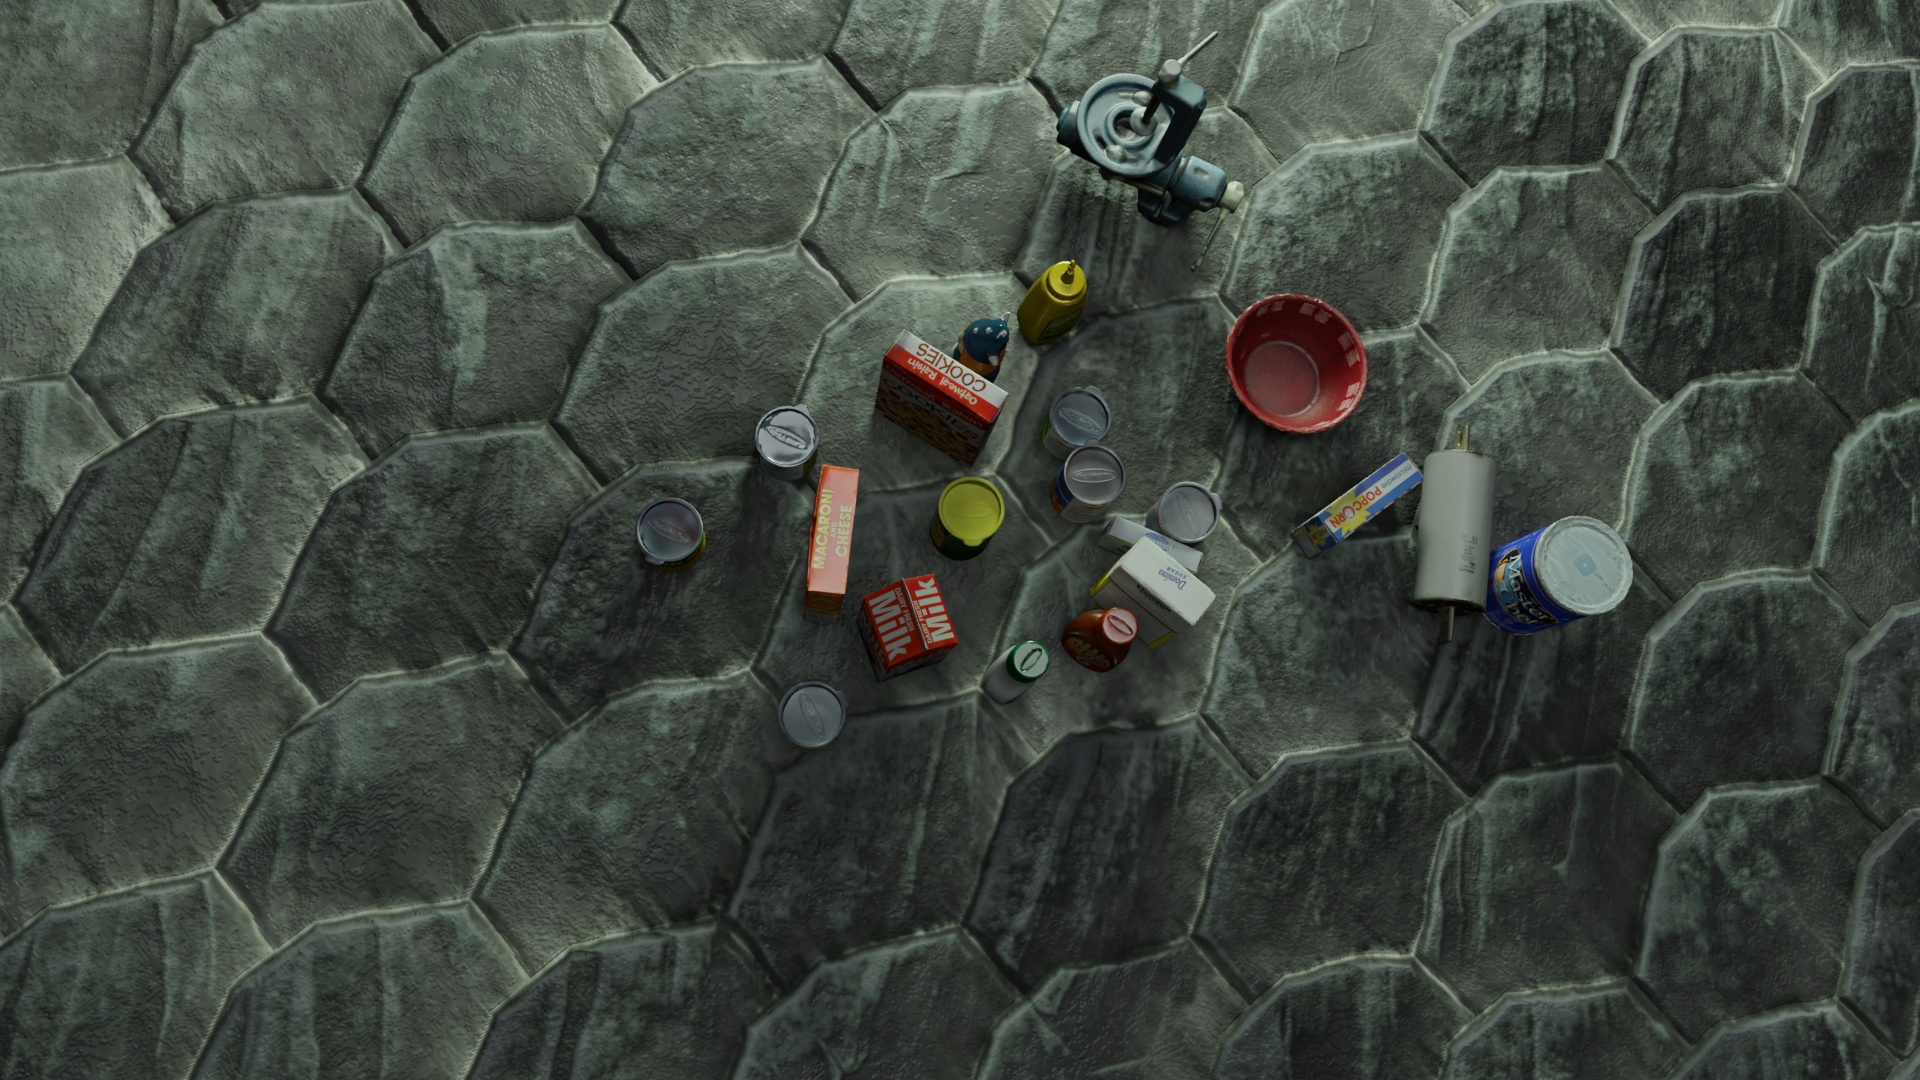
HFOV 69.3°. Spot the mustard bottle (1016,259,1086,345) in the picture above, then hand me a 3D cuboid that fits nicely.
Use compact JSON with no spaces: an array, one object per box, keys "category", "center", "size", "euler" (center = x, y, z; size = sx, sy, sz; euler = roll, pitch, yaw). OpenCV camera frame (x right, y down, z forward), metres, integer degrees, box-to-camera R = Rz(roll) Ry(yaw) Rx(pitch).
[{"category":"mustard bottle","center":[0.101,-0.255,1.462],"size":[0.065,0.160,0.049],"euler":[-25,82,-12]}]

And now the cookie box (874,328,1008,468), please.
[{"category":"cookie box","center":[-0.023,-0.140,1.416],"size":[0.123,0.167,0.040],"euler":[31,76,1]}]

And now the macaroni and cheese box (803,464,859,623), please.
[{"category":"macaroni and cheese box","center":[-0.129,0.007,1.368],"size":[0.040,0.166,0.124],"euler":[7,76,-5]}]

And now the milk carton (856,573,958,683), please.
[{"category":"milk carton","center":[-0.052,0.085,1.347],"size":[0.073,0.190,0.072],"euler":[-19,80,-11]}]

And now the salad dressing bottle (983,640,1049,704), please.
[{"category":"salad dressing bottle","center":[0.057,0.128,1.372],"size":[0.044,0.147,0.064],"euler":[43,76,4]}]

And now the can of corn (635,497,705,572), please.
[{"category":"can of corn","center":[-0.294,-0.002,1.406],"size":[0.071,0.058,0.071],"euler":[2,77,-7]}]

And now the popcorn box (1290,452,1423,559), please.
[{"category":"popcorn box","center":[0.425,-0.036,1.489],"size":[0.127,0.085,0.038],"euler":[-34,83,-13]}]

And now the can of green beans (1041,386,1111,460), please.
[{"category":"can of green beans","center":[0.123,-0.123,1.486],"size":[0.071,0.057,0.071],"euler":[2,77,-7]}]

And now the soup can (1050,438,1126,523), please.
[{"category":"soup can","center":[0.133,-0.061,1.460],"size":[0.071,0.083,0.071],"euler":[2,77,-7]}]

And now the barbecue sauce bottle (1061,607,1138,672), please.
[{"category":"barbecue sauce bottle","center":[0.144,0.096,1.390],"size":[0.065,0.148,0.044],"euler":[36,76,2]}]

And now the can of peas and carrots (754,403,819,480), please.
[{"category":"can of peas and carrots","center":[-0.179,-0.103,1.444],"size":[0.071,0.058,0.071],"euler":[2,77,-7]}]

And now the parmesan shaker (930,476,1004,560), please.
[{"category":"parmesan shaker","center":[0.005,-0.018,1.423],"size":[0.071,0.103,0.071],"euler":[2,77,-7]}]

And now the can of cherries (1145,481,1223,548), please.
[{"category":"can of cherries","center":[0.238,-0.024,1.477],"size":[0.071,0.058,0.071],"euler":[2,77,-7]}]

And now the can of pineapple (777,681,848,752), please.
[{"category":"can of pineapple","center":[-0.146,0.176,1.382],"size":[0.071,0.057,0.071],"euler":[2,77,-7]}]

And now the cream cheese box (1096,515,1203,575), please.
[{"category":"cream cheese box","center":[0.200,0.009,1.467],"size":[0.104,0.053,0.024],"euler":[23,76,-1]}]
